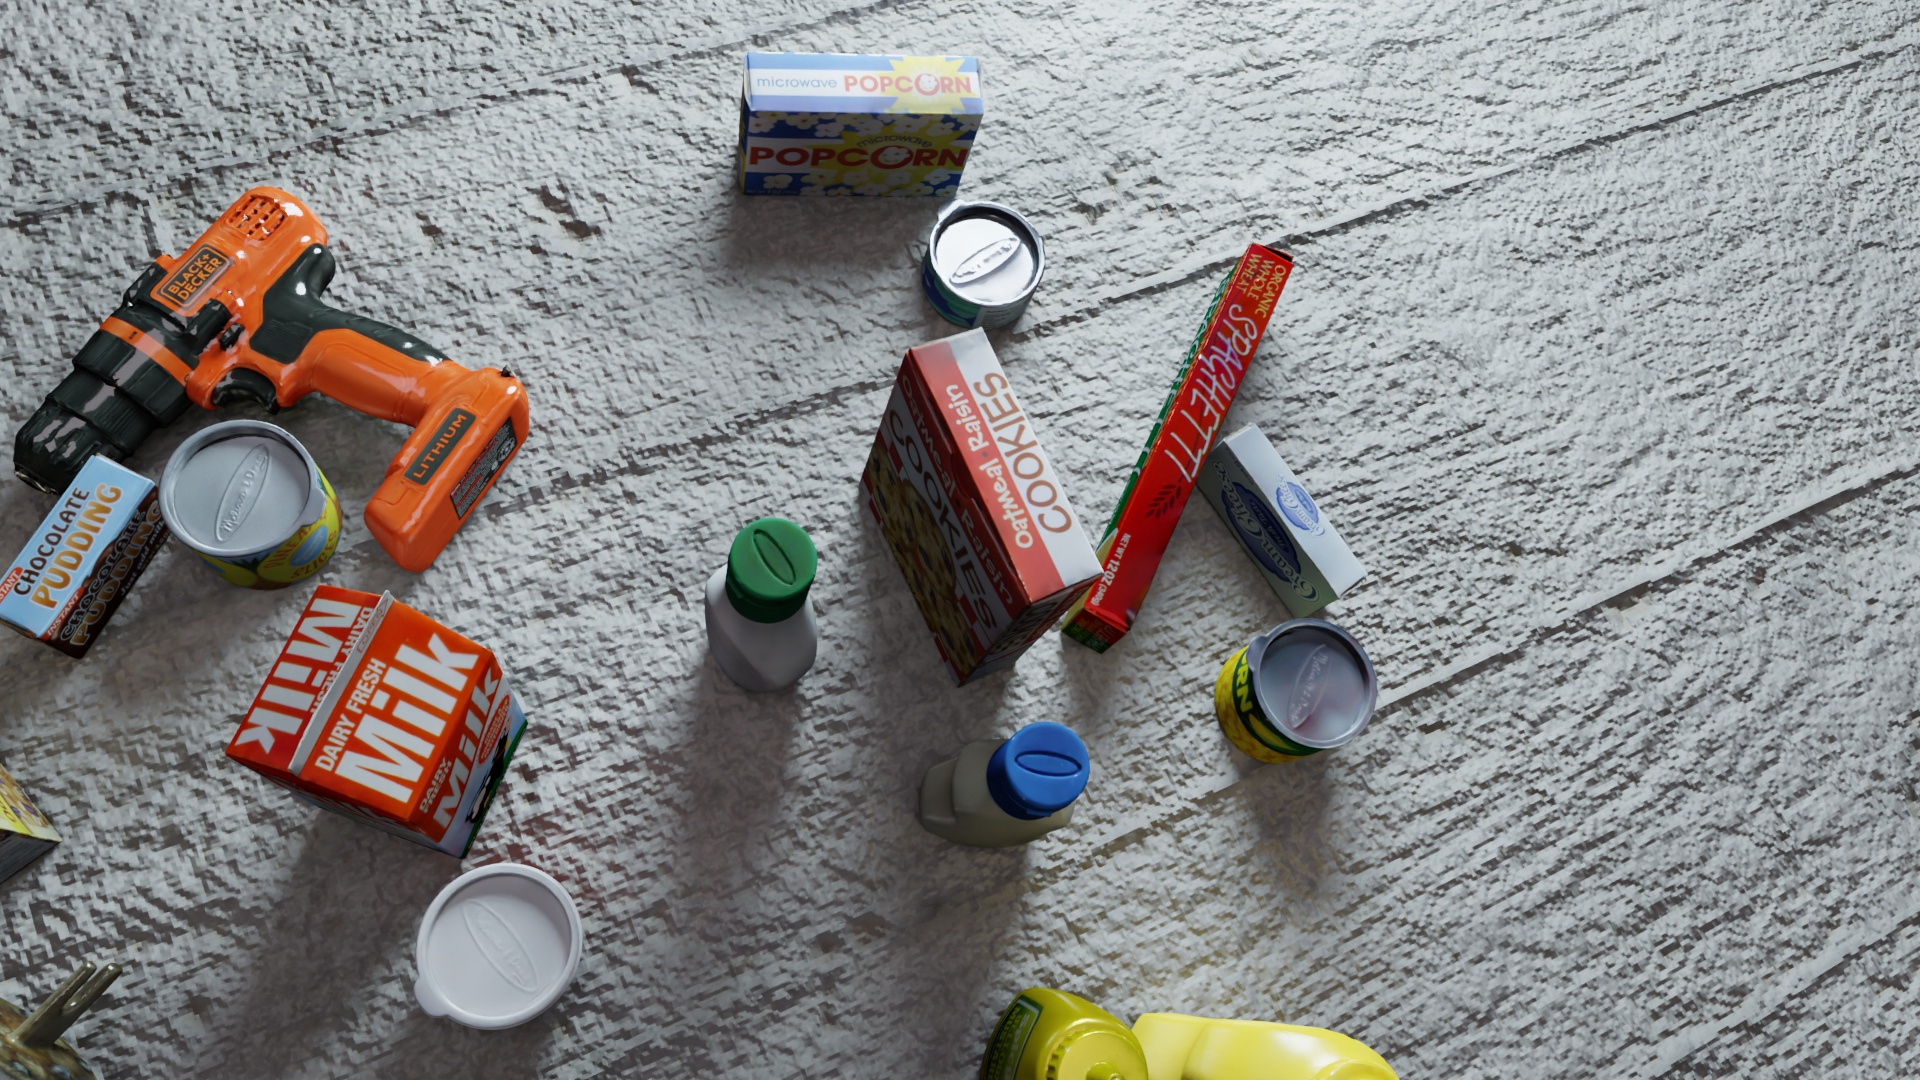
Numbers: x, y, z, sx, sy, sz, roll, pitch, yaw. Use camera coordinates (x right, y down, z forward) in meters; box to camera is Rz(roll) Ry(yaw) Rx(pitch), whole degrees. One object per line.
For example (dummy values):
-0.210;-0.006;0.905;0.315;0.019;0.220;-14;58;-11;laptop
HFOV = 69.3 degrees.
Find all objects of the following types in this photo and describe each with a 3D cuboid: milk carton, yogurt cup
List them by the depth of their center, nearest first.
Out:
-0.234;0.076;0.567;0.073;0.190;0.072;21;69;-4;milk carton
-0.201;0.179;0.613;0.072;0.053;0.072;3;71;-10;yogurt cup

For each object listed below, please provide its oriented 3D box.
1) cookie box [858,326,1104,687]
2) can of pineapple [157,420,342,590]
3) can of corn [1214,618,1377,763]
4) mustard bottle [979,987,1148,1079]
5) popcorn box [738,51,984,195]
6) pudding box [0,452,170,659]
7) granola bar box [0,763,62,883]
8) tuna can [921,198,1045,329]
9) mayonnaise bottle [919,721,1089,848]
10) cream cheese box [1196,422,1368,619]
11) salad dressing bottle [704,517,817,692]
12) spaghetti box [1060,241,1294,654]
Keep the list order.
0.002;-0.008;0.656;0.040;0.167;0.123;-22;78;-17;cookie box
-0.328;-0.014;0.649;0.071;0.057;0.071;3;71;-10;can of pineapple
0.170;0.078;0.720;0.071;0.058;0.071;3;71;-10;can of corn
0.047;0.225;0.591;0.049;0.159;0.065;25;69;-3;mustard bottle
-0.057;-0.226;0.761;0.127;0.085;0.038;-3;73;-12;popcorn box
-0.398;0.007;0.632;0.030;0.049;0.084;26;69;-2;pudding box
-0.455;0.067;0.561;0.039;0.123;0.165;-41;84;-20;granola bar box
0.010;-0.155;0.779;0.071;0.032;0.071;3;71;-10;tuna can
0.022;0.112;0.630;0.065;0.147;0.041;9;71;-8;mayonnaise bottle
0.171;-0.009;0.752;0.024;0.053;0.104;-32;81;-19;cream cheese box
-0.090;0.030;0.635;0.044;0.147;0.064;-33;81;-19;salad dressing bottle
0.121;-0.055;0.759;0.029;0.050;0.251;28;69;-2;spaghetti box
